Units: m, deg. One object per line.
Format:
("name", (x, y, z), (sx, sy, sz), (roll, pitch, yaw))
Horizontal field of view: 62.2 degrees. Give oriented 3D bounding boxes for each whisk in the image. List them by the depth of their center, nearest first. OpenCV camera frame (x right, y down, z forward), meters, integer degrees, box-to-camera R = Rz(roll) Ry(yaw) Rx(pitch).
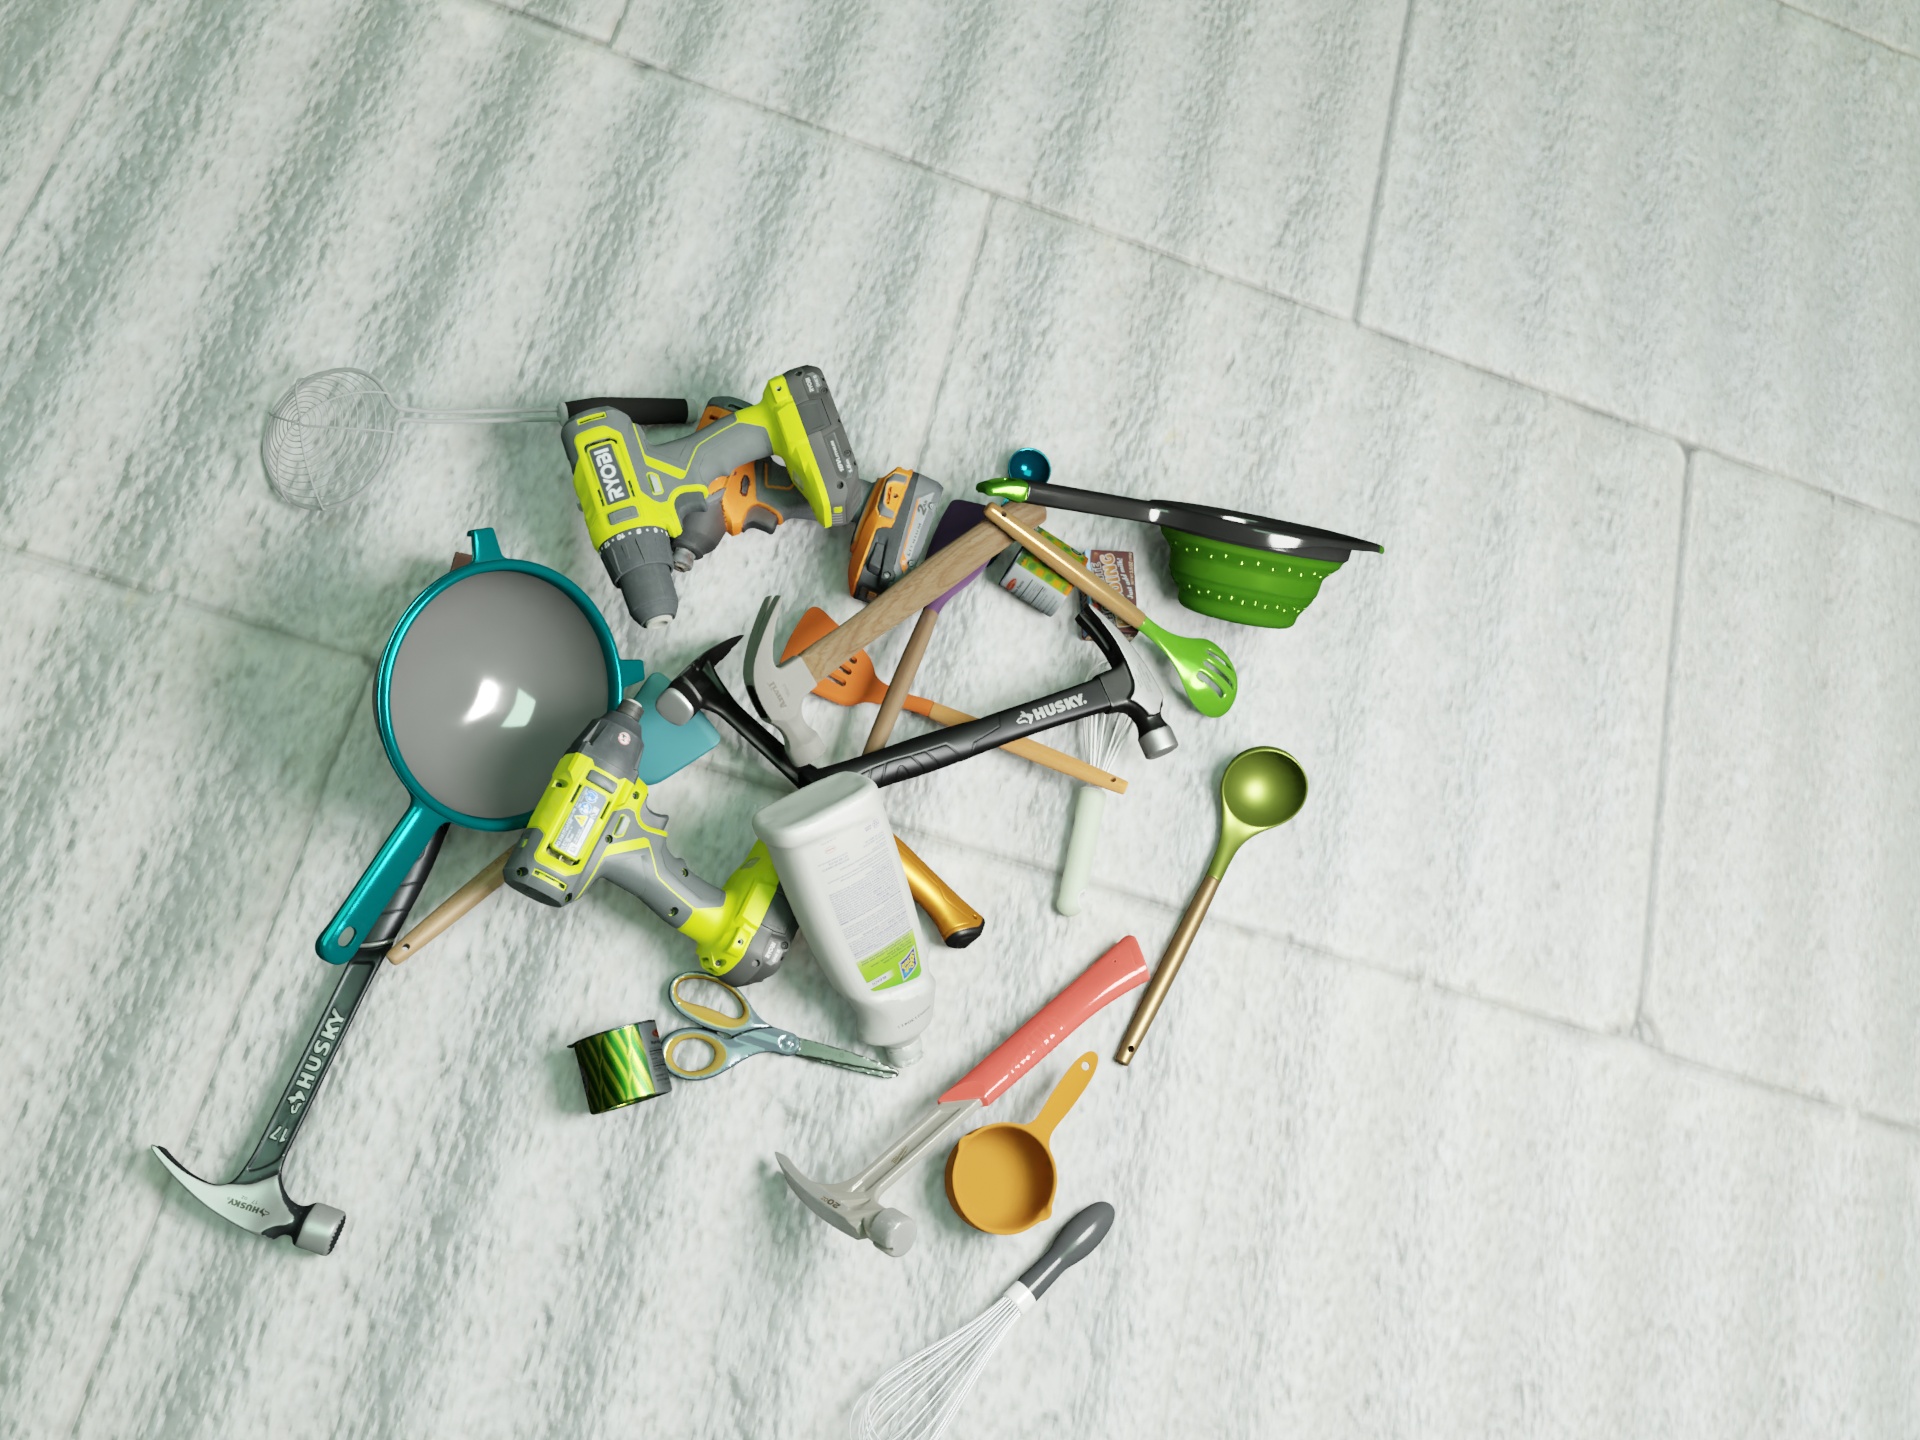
("whisk", (0.024, 0.482, 1.265), (0.284, 0.070, 0.070), (-38, 85, -26))
("whisk", (0.120, 0.057, 1.429), (0.059, 0.057, 0.246), (6, 71, 24))

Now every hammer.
("hammer", (-0.472, 0.192, 1.242), (0.149, 0.036, 0.409), (22, 69, -6))
("hammer", (0.022, 0.289, 1.310), (0.359, 0.149, 0.036), (-35, 123, -31))
("hammer", (-0.106, 0.068, 1.353), (0.337, 0.034, 0.127), (44, 30, -6))
("hammer", (0.019, 0.006, 1.354), (0.334, 0.035, 0.146), (-18, 77, -23))
("hammer", (-0.049, -0.106, 1.358), (0.331, 0.031, 0.130), (-39, 111, -27))

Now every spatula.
("spatula", (-0.335, 0.086, 1.291), (0.082, 0.044, 0.317), (47, 60, -1))
("spatula", (-0.002, -0.004, 1.400), (0.322, 0.041, 0.081), (22, 60, 4))
("spatula", (-0.033, -0.074, 1.405), (0.060, 0.018, 0.316), (15, 60, 12))

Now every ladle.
("ladle", (0.217, 0.162, 1.411), (0.078, 0.062, 0.320), (32, 71, -4))

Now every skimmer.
("skimmer", (-0.415, -0.253, 1.397), (0.363, 0.090, 0.127), (-7, 72, -26))

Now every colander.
("colander", (0.190, -0.148, 1.438), (0.397, 0.205, 0.094), (6, 103, -24))

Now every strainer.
("strainer", (-0.407, 0.030, 1.231), (0.210, 0.095, 0.340), (46, 63, -39))

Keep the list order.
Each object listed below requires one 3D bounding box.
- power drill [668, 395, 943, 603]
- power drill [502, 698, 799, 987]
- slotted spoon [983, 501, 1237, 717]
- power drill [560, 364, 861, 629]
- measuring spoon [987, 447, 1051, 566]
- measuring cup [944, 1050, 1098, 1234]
("power drill", (-0.145, -0.178, 1.415), (0.226, 0.084, 0.164), (20, 72, -3))
("power drill", (-0.228, 0.101, 1.270), (0.223, 0.080, 0.171), (33, 66, -23))
("slotted spoon", (0.143, -0.102, 1.434), (0.313, 0.031, 0.070), (35, 61, -21))
("power drill", (-0.203, -0.191, 1.335), (0.228, 0.080, 0.191), (-19, 77, -8))
("measuring spoon", (0.045, -0.199, 1.504), (0.042, 0.021, 0.129), (27, 78, -5))
("measuring cup", (0.056, 0.345, 1.316), (0.095, 0.052, 0.174), (40, 66, 1))
